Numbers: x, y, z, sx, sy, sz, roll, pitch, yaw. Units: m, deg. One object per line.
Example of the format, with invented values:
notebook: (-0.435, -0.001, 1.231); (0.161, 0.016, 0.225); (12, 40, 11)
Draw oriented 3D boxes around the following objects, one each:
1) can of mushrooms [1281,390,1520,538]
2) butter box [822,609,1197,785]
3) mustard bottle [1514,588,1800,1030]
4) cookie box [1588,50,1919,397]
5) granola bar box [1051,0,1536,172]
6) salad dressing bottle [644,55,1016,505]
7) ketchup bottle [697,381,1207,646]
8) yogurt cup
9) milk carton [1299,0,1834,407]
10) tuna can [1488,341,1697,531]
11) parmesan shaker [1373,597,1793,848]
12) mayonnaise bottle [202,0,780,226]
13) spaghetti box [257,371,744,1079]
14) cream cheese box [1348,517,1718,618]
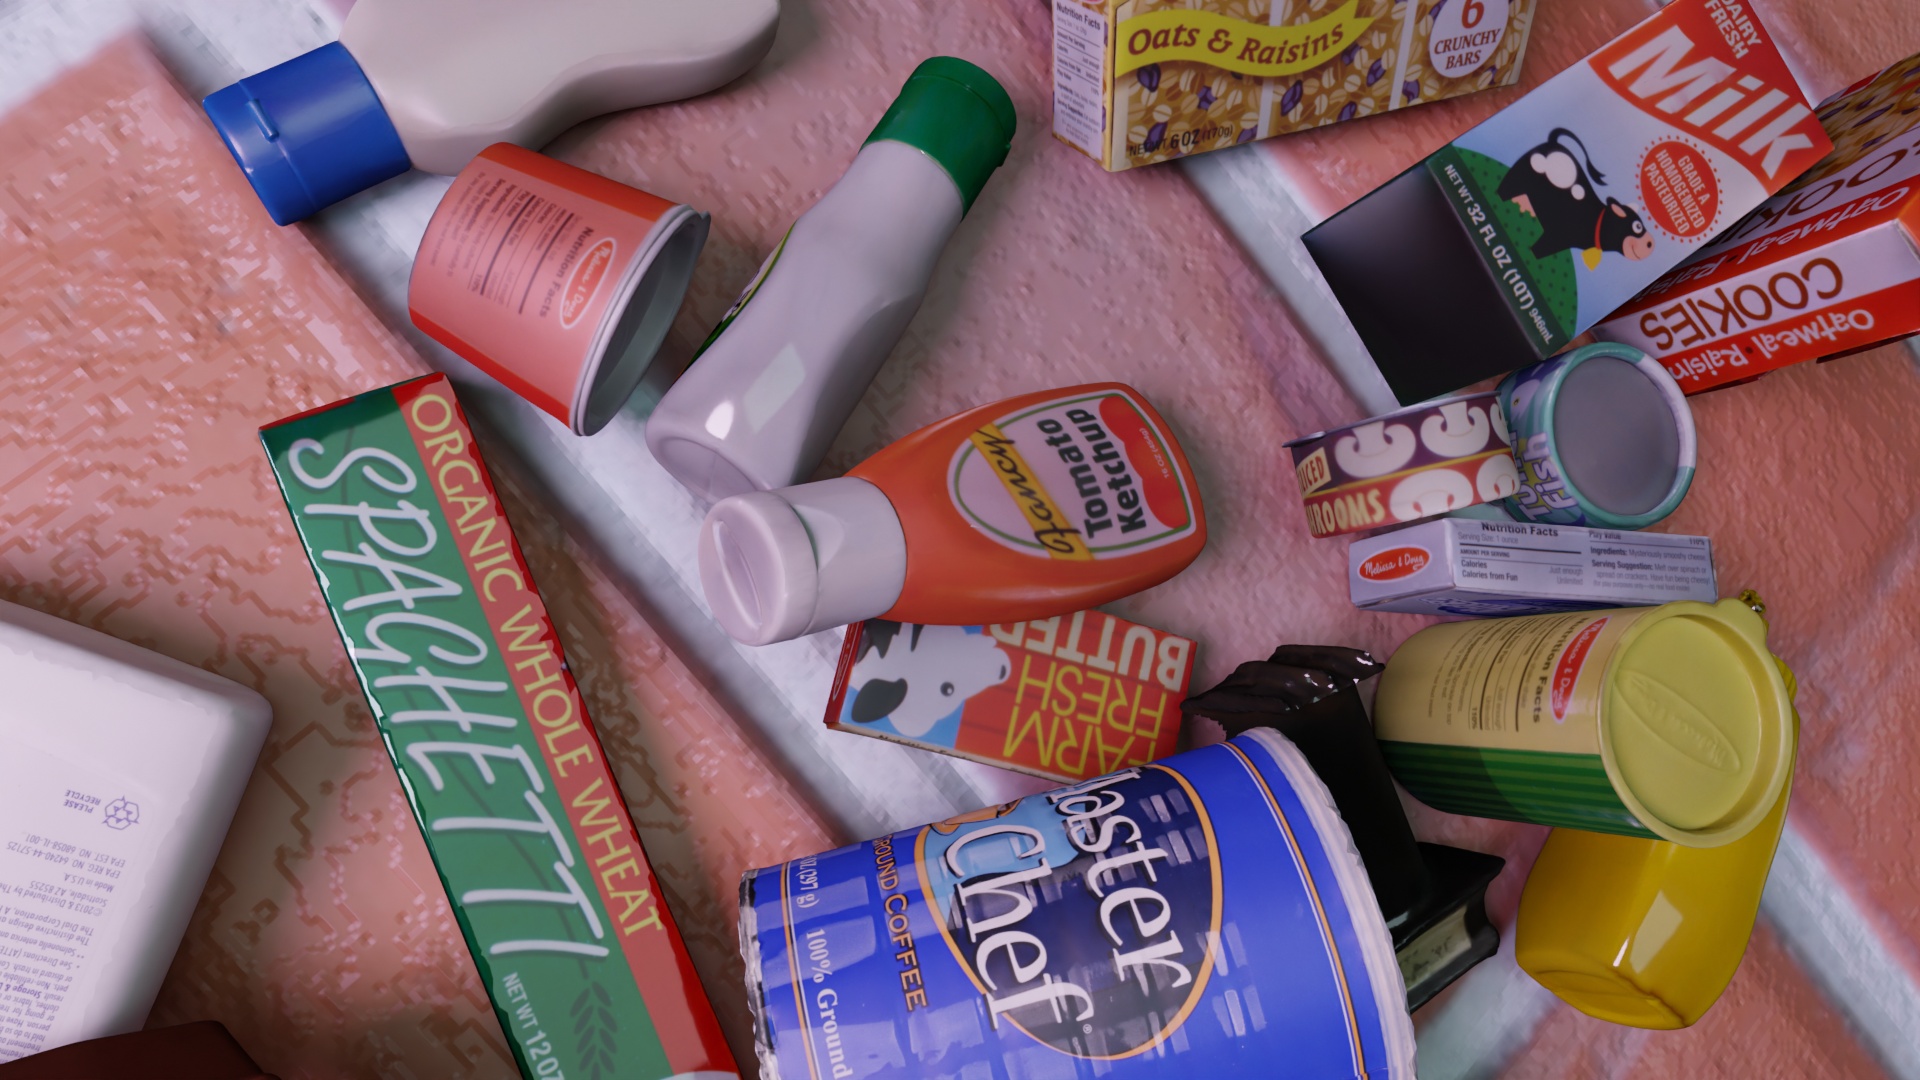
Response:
can of mushrooms: (0.137, -0.023, 0.437); (0.071, 0.071, 0.033); (-12, 89, -19)
butter box: (0.016, 0.042, 0.411); (0.103, 0.024, 0.053); (16, 79, -15)
mustard bottle: (0.241, 0.081, 0.459); (0.049, 0.065, 0.161); (38, 70, -6)
cookie box: (0.317, -0.120, 0.477); (0.168, 0.122, 0.040); (-41, 96, -18)
granola bar box: (0.110, -0.192, 0.429); (0.166, 0.039, 0.123); (-17, 129, -19)
salad dressing bottle: (-0.032, -0.075, 0.395); (0.044, 0.064, 0.148); (31, 66, -2)
ketchup bottle: (0.001, -0.005, 0.375); (0.149, 0.043, 0.065); (-14, 72, -42)
yogurt cup: (-0.107, -0.068, 0.367); (0.054, 0.072, 0.072); (27, 76, -5)
milk carton: (0.218, -0.127, 0.473); (0.191, 0.073, 0.072); (-32, 93, -19)
tuna can: (0.216, -0.033, 0.481); (0.071, 0.032, 0.071); (2, 82, -18)
parmesan shaker: (0.185, 0.052, 0.423); (0.071, 0.103, 0.071); (2, 83, -17)
mayonnaise bottle: (-0.126, -0.134, 0.381); (0.148, 0.041, 0.064); (-32, 91, -18)
spaghetti box: (-0.112, 0.077, 0.364); (0.050, 0.028, 0.250); (-23, 90, -20)
cream cheese box: (0.187, 0.011, 0.455); (0.104, 0.053, 0.024); (3, 81, -18)
